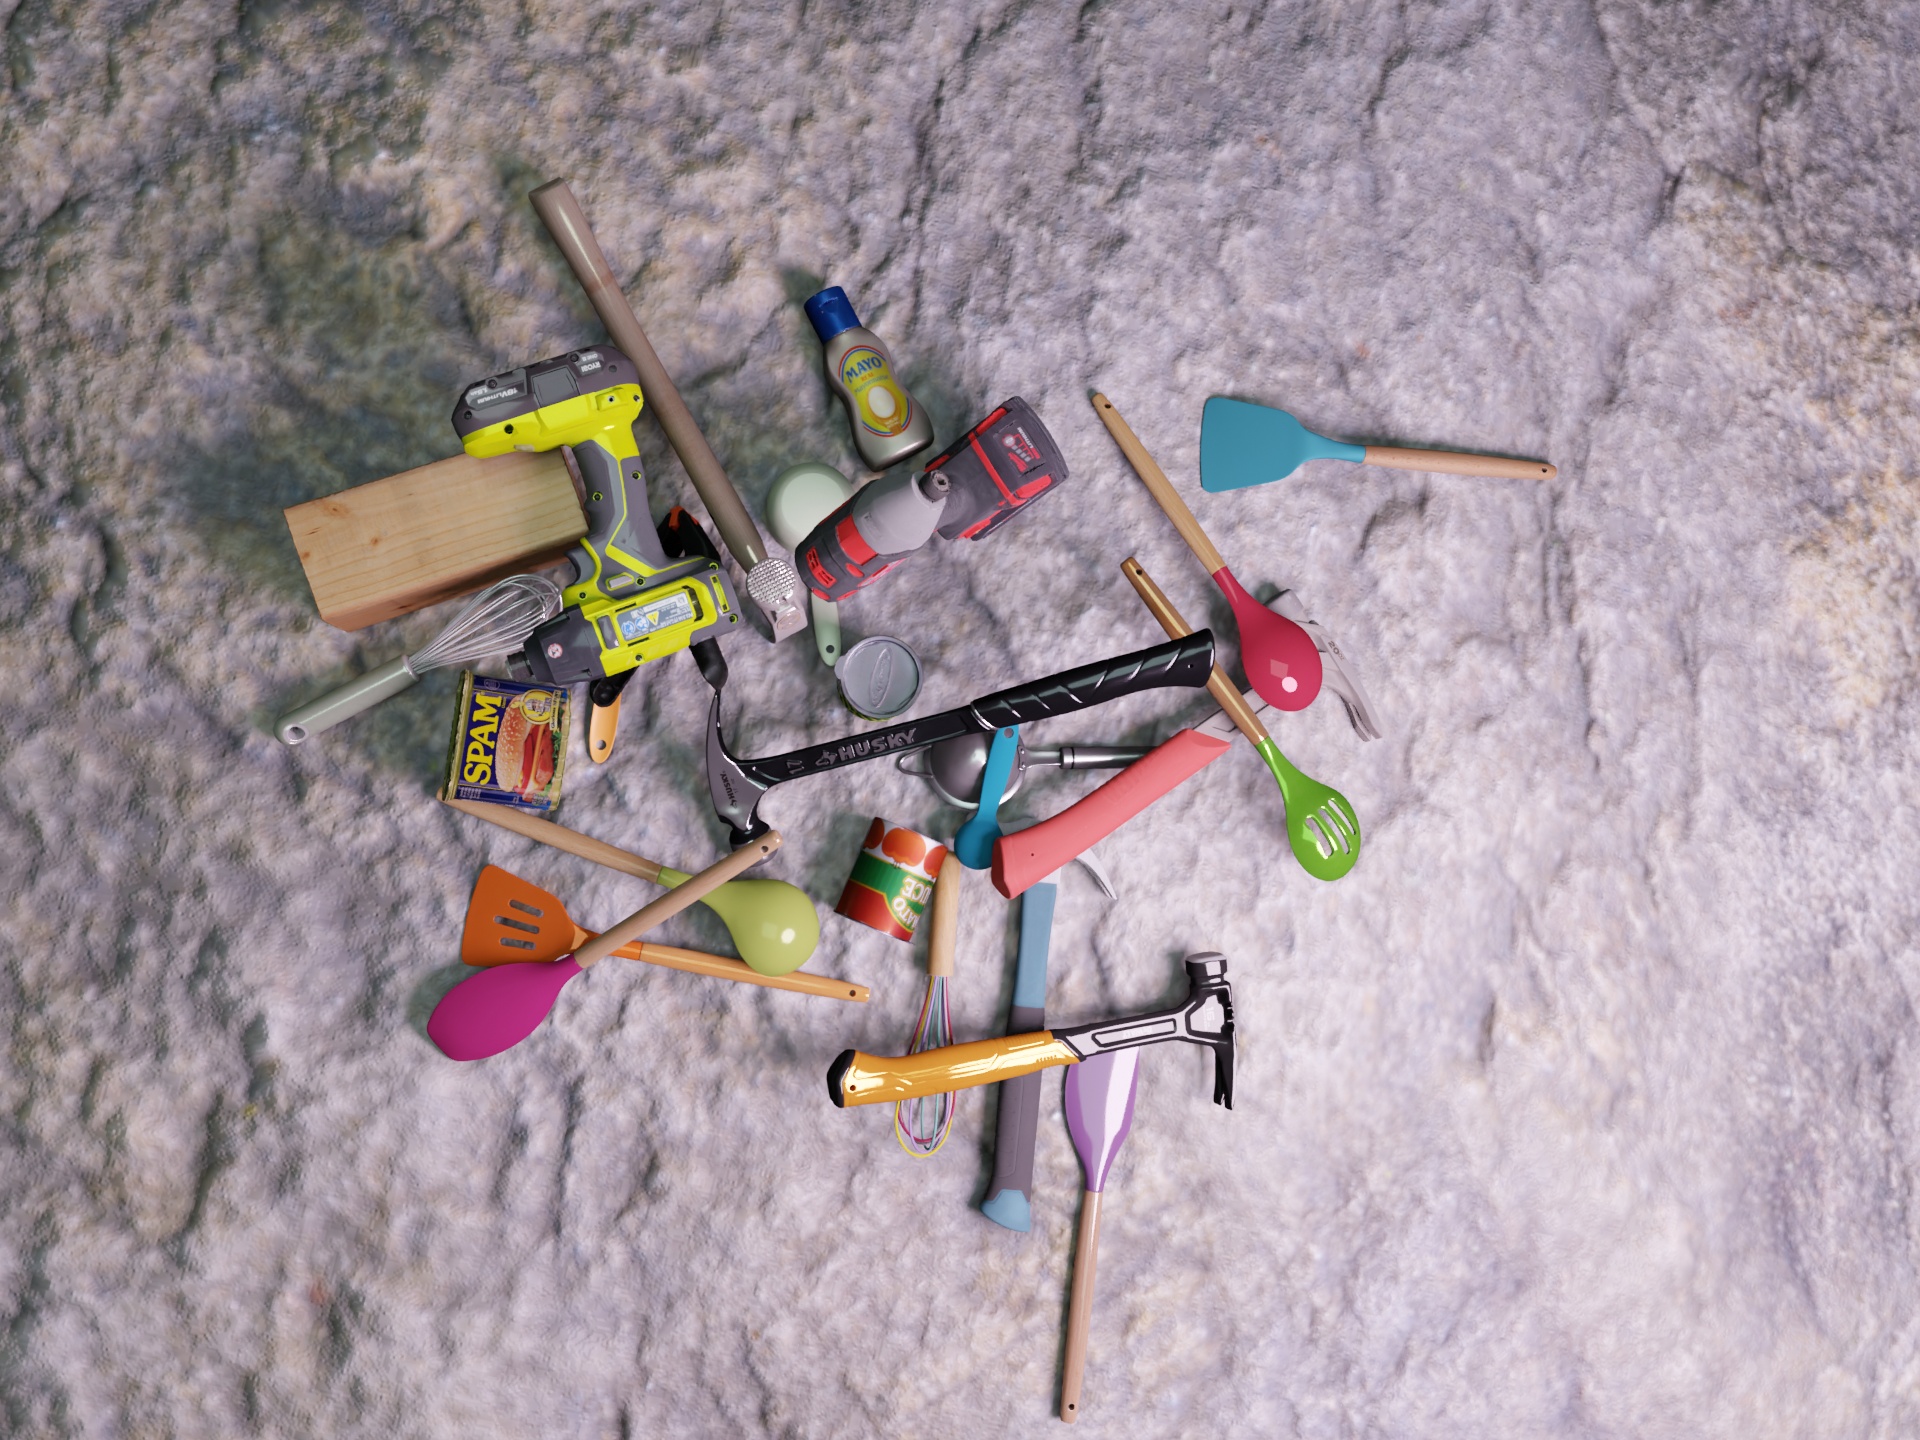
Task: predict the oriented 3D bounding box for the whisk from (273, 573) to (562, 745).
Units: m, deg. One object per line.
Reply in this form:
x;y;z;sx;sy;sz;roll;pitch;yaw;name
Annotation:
-0.422;-0.046;1.240;0.246;0.059;0.057;-28;129;-4;whisk

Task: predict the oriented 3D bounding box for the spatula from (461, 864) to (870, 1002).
-0.230;0.186;1.264;0.322;0.041;0.081;13;87;-11;spatula

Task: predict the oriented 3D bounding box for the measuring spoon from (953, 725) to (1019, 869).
0.027;0.058;1.264;0.042;0.021;0.128;13;94;-16;measuring spoon

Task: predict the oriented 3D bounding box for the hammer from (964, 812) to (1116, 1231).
0.052;0.246;1.294;0.128;0.033;0.331;6;86;-6;hammer

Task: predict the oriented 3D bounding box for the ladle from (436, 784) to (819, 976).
-0.262;0.119;1.256;0.320;0.062;0.078;20;53;1;ladle

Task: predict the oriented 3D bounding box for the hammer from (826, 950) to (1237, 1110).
0.062;0.269;1.255;0.336;0.034;0.127;-6;91;-16;hammer

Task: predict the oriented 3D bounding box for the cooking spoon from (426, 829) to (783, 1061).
-0.271;0.171;1.220;0.319;0.017;0.068;-32;112;5;cooking spoon

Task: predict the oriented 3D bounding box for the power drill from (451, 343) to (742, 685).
-0.277;-0.144;1.159;0.171;0.080;0.223;-21;94;-11;power drill

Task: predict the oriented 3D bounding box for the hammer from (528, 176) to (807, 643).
-0.232;-0.248;1.257;0.038;0.146;0.411;-29;81;-8;hammer

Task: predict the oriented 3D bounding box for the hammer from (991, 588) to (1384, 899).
0.178;0.042;1.296;0.359;0.036;0.149;-33;91;-18;hammer

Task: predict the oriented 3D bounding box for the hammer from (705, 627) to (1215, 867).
-0.002;-0.004;1.232;0.409;0.036;0.149;-15;112;4;hammer

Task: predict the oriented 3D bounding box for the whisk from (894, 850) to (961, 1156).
-0.022;0.227;1.281;0.047;0.051;0.245;5;83;-2;whisk

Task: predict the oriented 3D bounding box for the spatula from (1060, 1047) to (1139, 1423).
0.104;0.410;1.299;0.059;0.018;0.316;7;85;-5;spatula

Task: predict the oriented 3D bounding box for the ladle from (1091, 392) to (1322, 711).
0.200;-0.145;1.315;0.069;0.031;0.315;-30;79;-19;ladle

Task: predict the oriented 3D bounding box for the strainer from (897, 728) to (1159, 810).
0.079;0.029;1.308;0.258;0.050;0.087;0;72;-11;strainer

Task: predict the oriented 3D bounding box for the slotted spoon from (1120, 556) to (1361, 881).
0.226;-0.004;1.284;0.070;0.031;0.314;-37;91;-23;slotted spoon

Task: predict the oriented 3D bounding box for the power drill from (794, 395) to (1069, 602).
-0.017;-0.169;1.209;0.078;0.143;0.220;57;41;-2;power drill

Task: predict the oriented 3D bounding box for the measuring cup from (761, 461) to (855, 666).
-0.114;-0.128;1.288;0.083;0.038;0.167;-7;86;-8;measuring cup

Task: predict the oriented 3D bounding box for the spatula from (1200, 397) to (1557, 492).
0.364;-0.227;1.371;0.317;0.044;0.082;3;86;-12;spatula

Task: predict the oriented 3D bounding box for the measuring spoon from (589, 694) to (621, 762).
-0.282;-0.024;1.276;0.021;0.011;0.117;9;89;-8;measuring spoon
